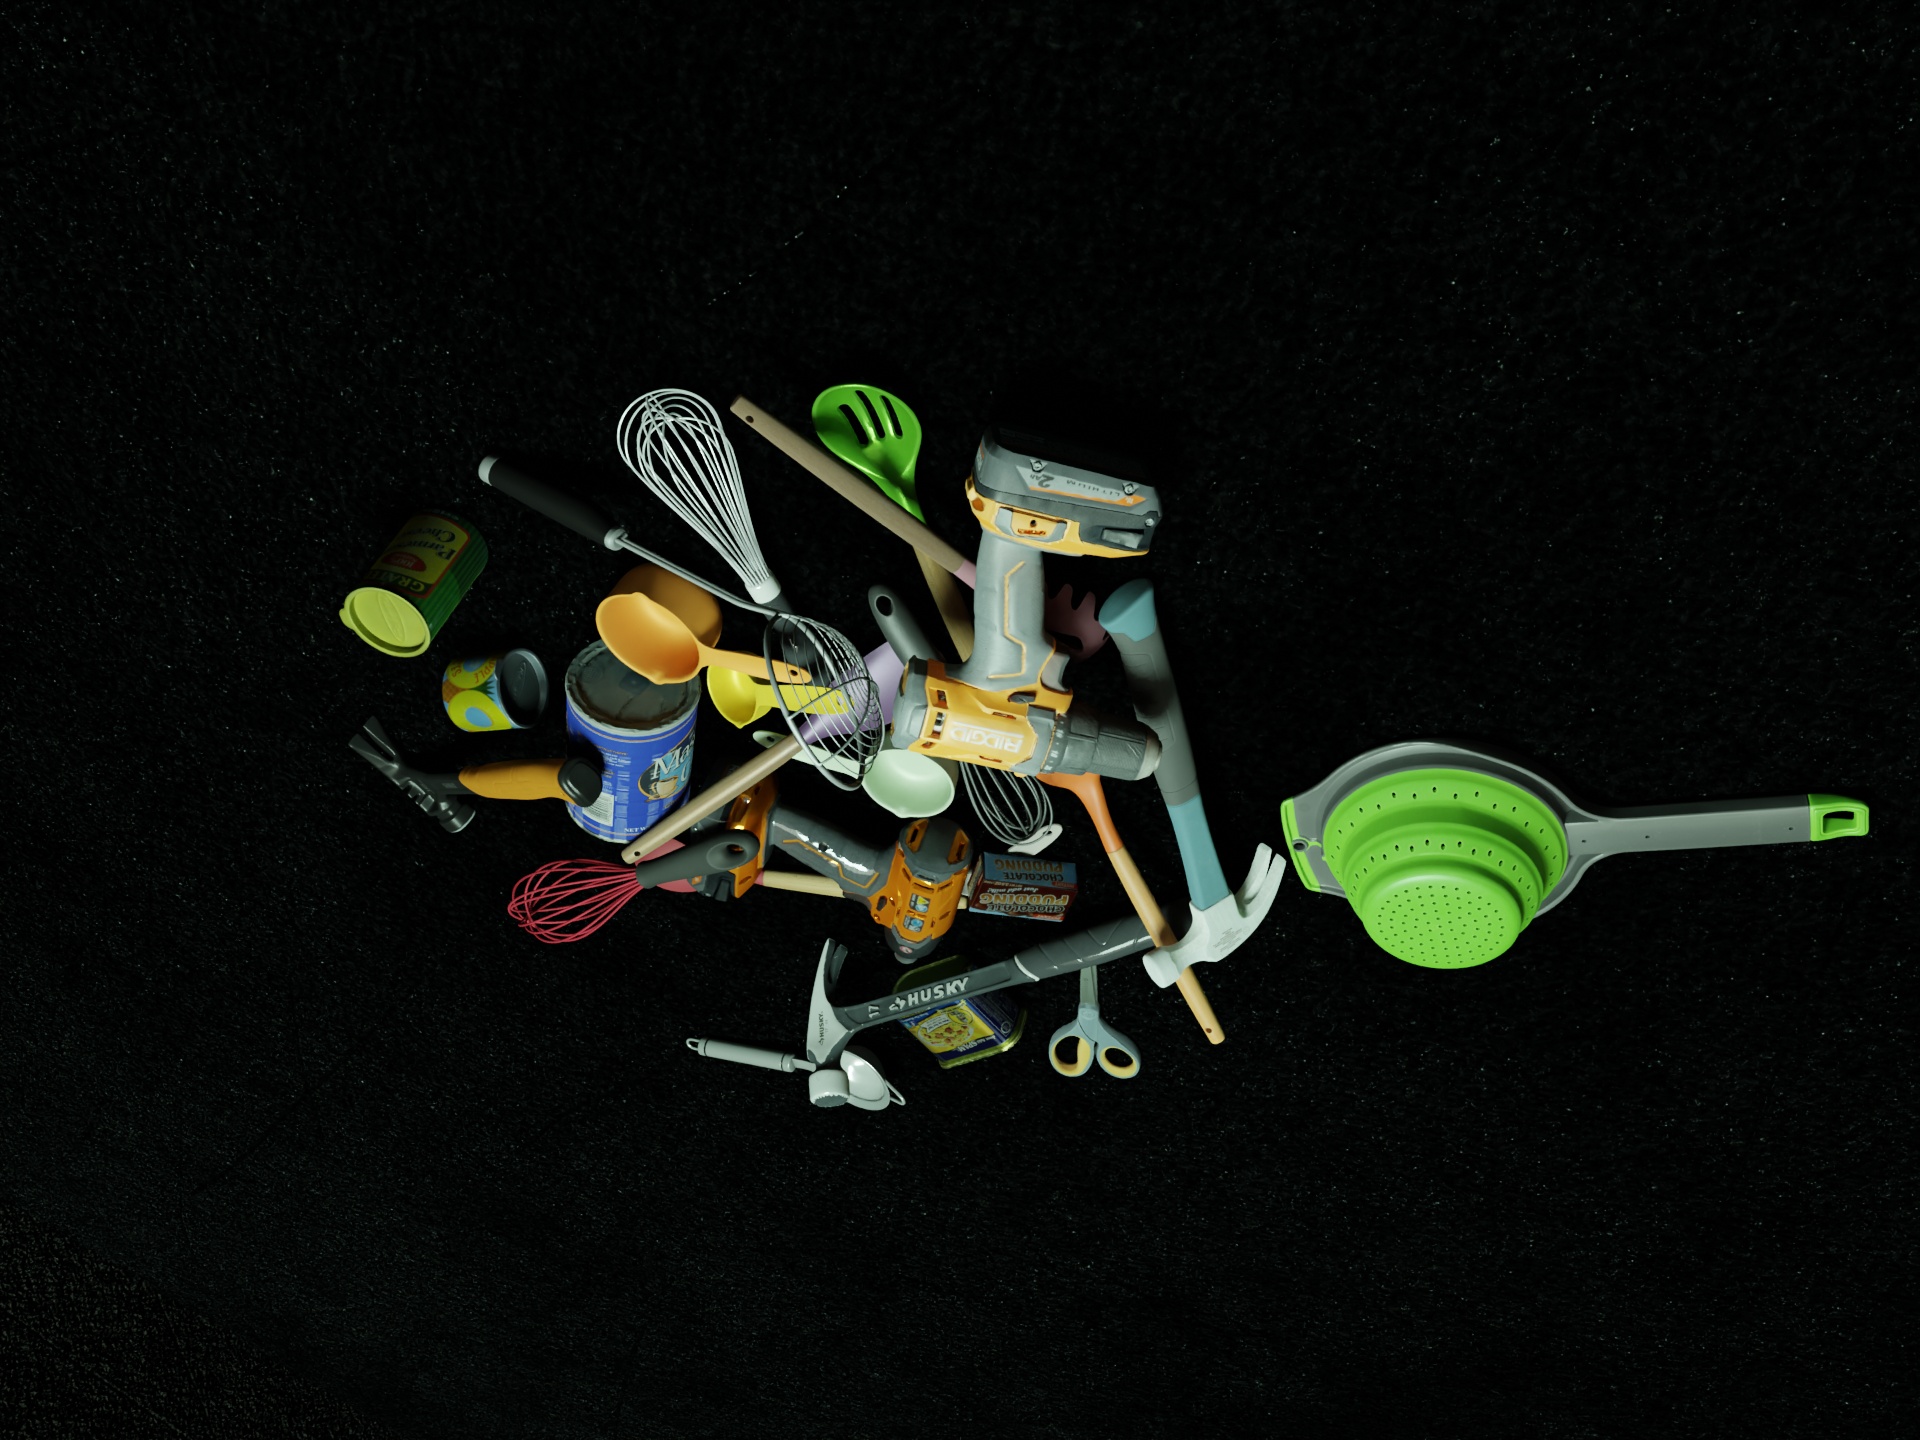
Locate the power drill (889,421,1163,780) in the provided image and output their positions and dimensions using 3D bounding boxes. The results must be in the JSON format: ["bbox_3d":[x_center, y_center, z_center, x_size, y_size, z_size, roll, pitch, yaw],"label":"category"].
[{"bbox_3d":[0.066,-0.064,1.045,0.185,0.084,0.226,13,115,-8],"label":"power drill"}]

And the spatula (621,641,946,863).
[{"bbox_3d":[-0.143,0.030,1.239,0.316,0.018,0.059,-33,117,17],"label":"spatula"}]

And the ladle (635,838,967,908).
[{"bbox_3d":[-0.148,0.143,1.416,0.315,0.031,0.069,6,132,11],"label":"ladle"}]

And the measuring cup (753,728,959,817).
[{"bbox_3d":[-0.081,0.025,1.268,0.167,0.038,0.083,17,136,5],"label":"measuring cup"}]

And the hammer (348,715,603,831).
[{"bbox_3d":[-0.393,0.044,1.312,0.337,0.034,0.127,-3,135,50],"label":"hammer"}]

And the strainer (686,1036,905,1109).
[{"bbox_3d":[-0.166,0.345,1.611,0.258,0.050,0.086,5,129,21],"label":"strainer"}]

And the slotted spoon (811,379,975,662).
[{"bbox_3d":[-0.022,-0.114,1.119,0.070,0.031,0.313,-7,132,21],"label":"slotted spoon"}]

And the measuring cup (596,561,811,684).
[{"bbox_3d":[-0.184,-0.067,1.189,0.173,0.052,0.095,14,139,13],"label":"measuring cup"}]

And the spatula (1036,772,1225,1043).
[{"bbox_3d":[0.130,0.126,1.257,0.081,0.041,0.322,-21,104,34],"label":"spatula"}]

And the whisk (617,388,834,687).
[{"bbox_3d":[-0.157,-0.120,1.139,0.070,0.070,0.284,-6,135,24],"label":"whisk"}]

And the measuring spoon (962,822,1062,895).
[{"bbox_3d":[0.040,0.112,1.333,0.034,0.018,0.124,30,130,-32],"label":"measuring spoon"}]

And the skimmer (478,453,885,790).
[{"bbox_3d":[-0.205,-0.075,1.110,0.363,0.127,0.090,29,97,16],"label":"skimmer"}]

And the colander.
[{"bbox_3d":[0.428,0.107,1.136,0.397,0.095,0.204,-6,131,24],"label":"colander"}]

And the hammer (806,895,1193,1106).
[{"bbox_3d":[0.040,0.214,1.372,0.409,0.149,0.036,-21,145,22],"label":"hammer"}]

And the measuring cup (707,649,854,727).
[{"bbox_3d":[-0.131,-0.023,1.207,0.157,0.029,0.062,6,115,39],"label":"measuring cup"}]

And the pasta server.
[{"bbox_3d":[-0.022,-0.125,1.073,0.316,0.040,0.060,34,127,-22],"label":"pasta server"}]

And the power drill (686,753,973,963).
[{"bbox_3d":[-0.111,0.126,1.337,0.226,0.084,0.164,18,135,4],"label":"power drill"}]

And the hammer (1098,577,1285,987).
[{"bbox_3d":[0.160,0.045,1.174,0.128,0.033,0.330,-28,122,-14],"label":"hammer"}]

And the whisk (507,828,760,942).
[{"bbox_3d":[-0.274,0.133,1.326,0.296,0.073,0.073,-19,125,35],"label":"whisk"}]

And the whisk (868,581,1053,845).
[{"bbox_3d":[-0.001,-0.004,1.190,0.055,0.055,0.238,-19,113,33],"label":"whisk"}]
